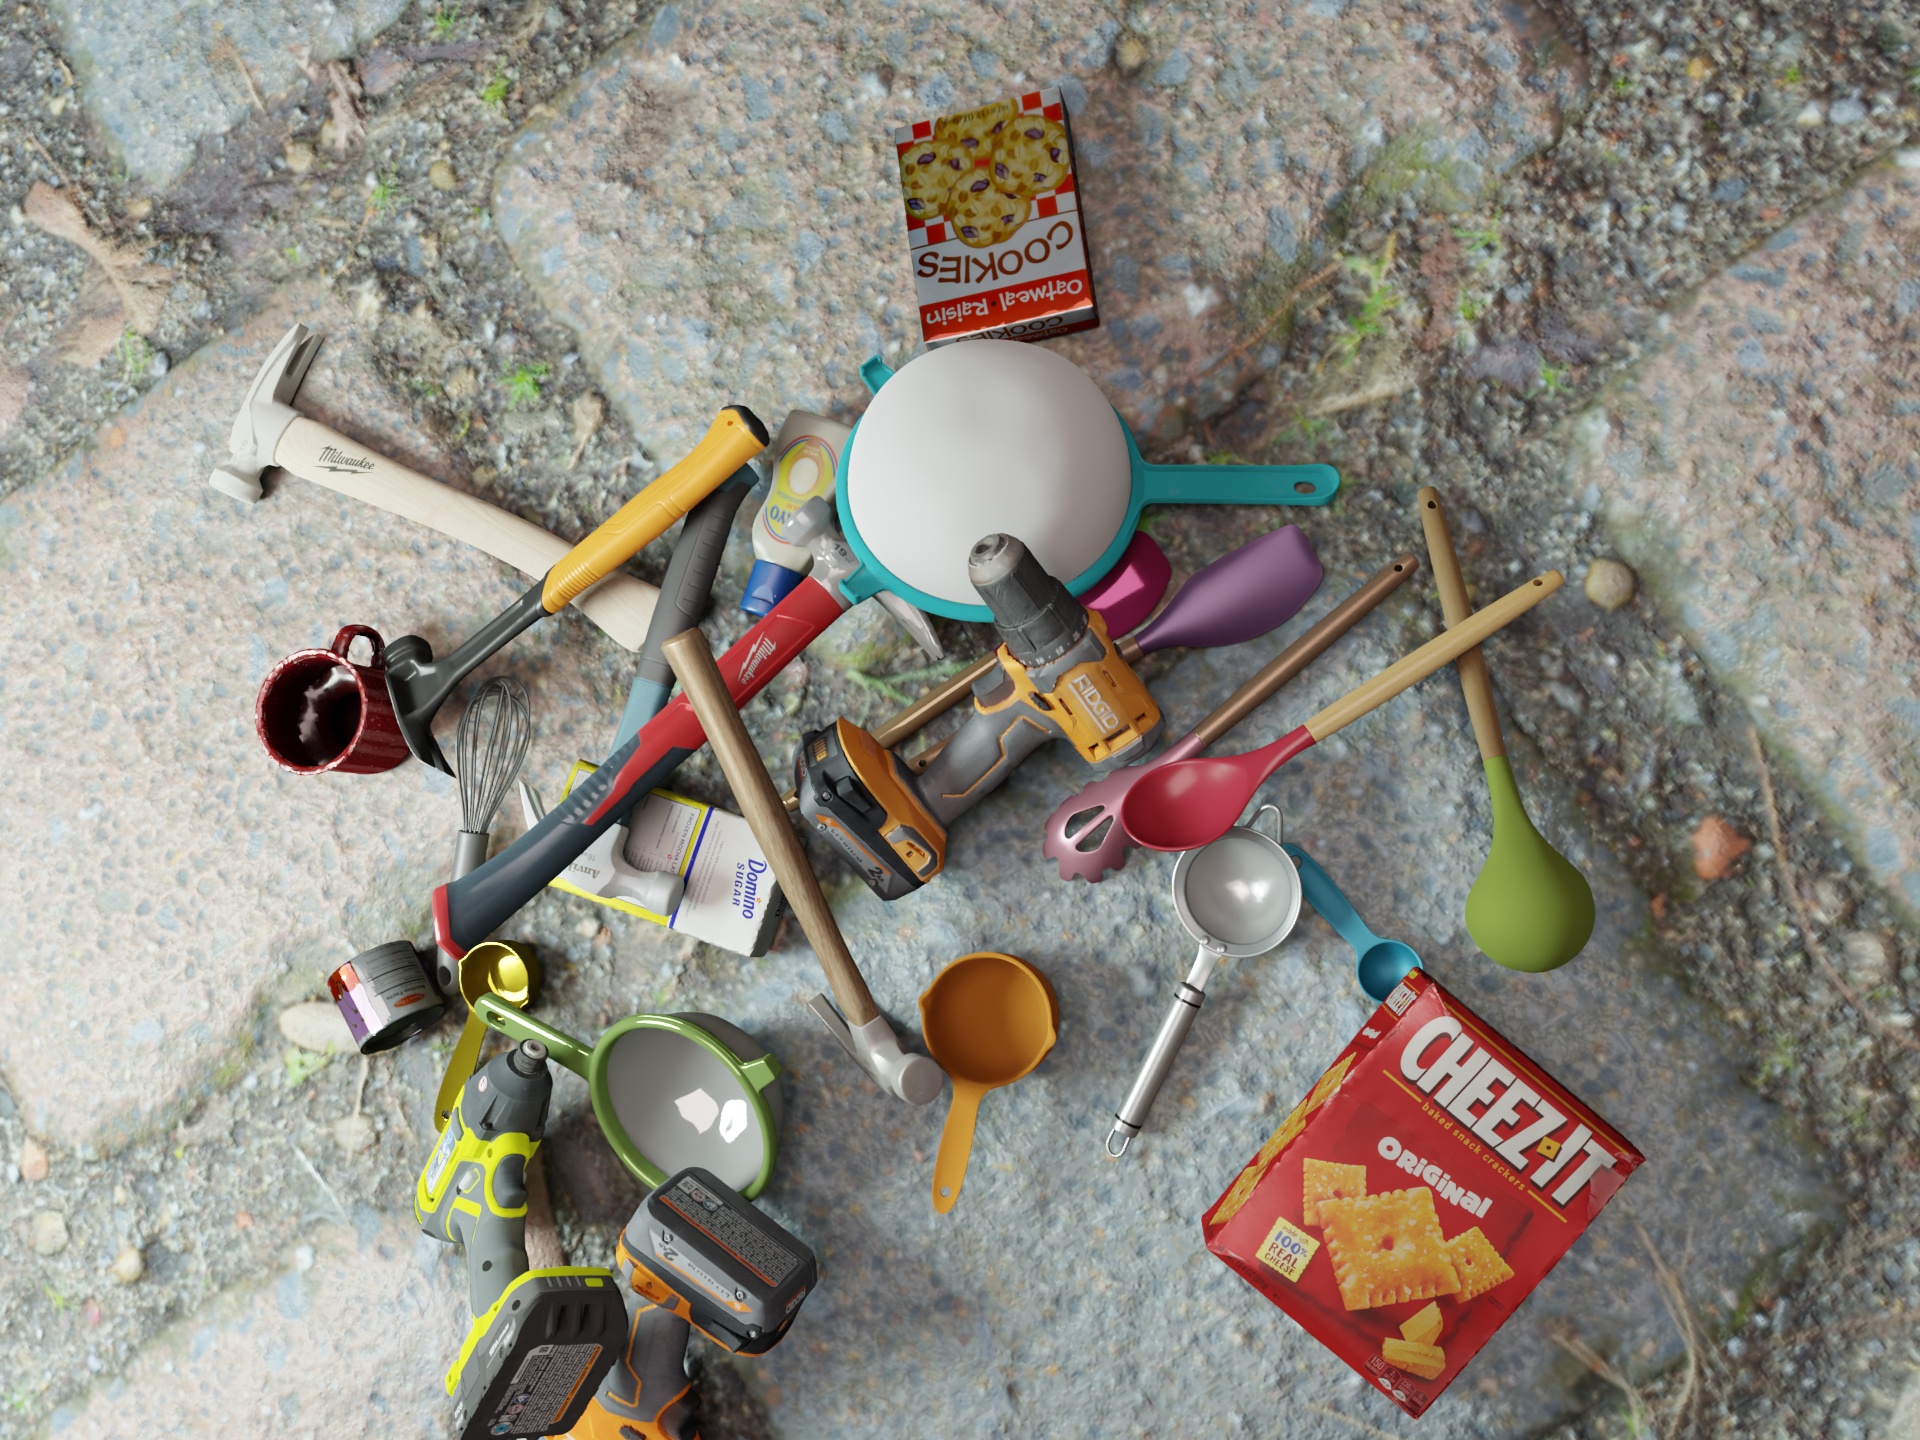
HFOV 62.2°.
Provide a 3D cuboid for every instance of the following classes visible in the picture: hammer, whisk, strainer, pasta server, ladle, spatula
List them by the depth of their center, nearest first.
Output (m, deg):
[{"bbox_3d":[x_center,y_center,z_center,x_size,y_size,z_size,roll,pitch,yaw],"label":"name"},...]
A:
[{"bbox_3d":[0.243,-0.007,1.011,0.315,0.031,0.069,-32,51,5],"label":"ladle"},{"bbox_3d":[0.335,0.002,1.022,0.078,0.062,0.320,-12,74,9],"label":"ladle"},{"bbox_3d":[-0.111,0.094,1.033,0.031,0.130,0.331,-28,100,-21],"label":"hammer"},{"bbox_3d":[0.153,0.171,1.041,0.087,0.050,0.258,28,96,23],"label":"strainer"},{"bbox_3d":[0.082,-0.176,1.047,0.340,0.095,0.211,1,66,5],"label":"strainer"},{"bbox_3d":[0.180,-0.004,1.063,0.316,0.040,0.060,-40,76,2],"label":"pasta server"},{"bbox_3d":[-0.187,0.026,1.065,0.386,0.038,0.143,-44,95,-13],"label":"hammer"},{"bbox_3d":[0.101,-0.037,1.088,0.316,0.018,0.060,-28,89,9],"label":"spatula"},{"bbox_3d":[-0.220,0.237,1.106,0.256,0.069,0.151,21,119,21],"label":"strainer"},{"bbox_3d":[-0.210,-0.038,1.118,0.128,0.033,0.331,16,80,8],"label":"hammer"},{"bbox_3d":[-0.268,-0.101,1.120,0.337,0.034,0.127,-38,53,9],"label":"hammer"},{"bbox_3d":[-0.356,0.085,1.172,0.055,0.055,0.239,9,90,14],"label":"whisk"},{"bbox_3d":[-0.381,-0.166,1.210,0.411,0.038,0.146,25,89,15],"label":"hammer"}]

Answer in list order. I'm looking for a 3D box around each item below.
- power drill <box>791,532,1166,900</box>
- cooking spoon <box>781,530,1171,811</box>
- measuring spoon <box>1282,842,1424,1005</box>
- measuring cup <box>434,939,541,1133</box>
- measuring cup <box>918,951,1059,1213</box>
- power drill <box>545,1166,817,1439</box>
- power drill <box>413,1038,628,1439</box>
[{"bbox_3d":[-0.002,-0.003,1.034,0.226,0.185,0.084,-33,33,9],"label":"power drill"},{"bbox_3d":[0.006,-0.028,1.109,0.319,0.017,0.069,-34,78,7],"label":"cooking spoon"},{"bbox_3d":[0.251,0.131,1.036,0.042,0.021,0.129,-40,67,6],"label":"measuring spoon"},{"bbox_3d":[-0.351,0.232,1.167,0.062,0.029,0.156,26,102,14],"label":"measuring cup"},{"bbox_3d":[0.013,0.239,1.061,0.095,0.052,0.173,13,89,15],"label":"measuring cup"},{"bbox_3d":[-0.182,0.429,1.051,0.164,0.084,0.226,33,110,14],"label":"power drill"},{"bbox_3d":[-0.293,0.335,1.043,0.171,0.080,0.223,-59,40,23],"label":"power drill"}]
